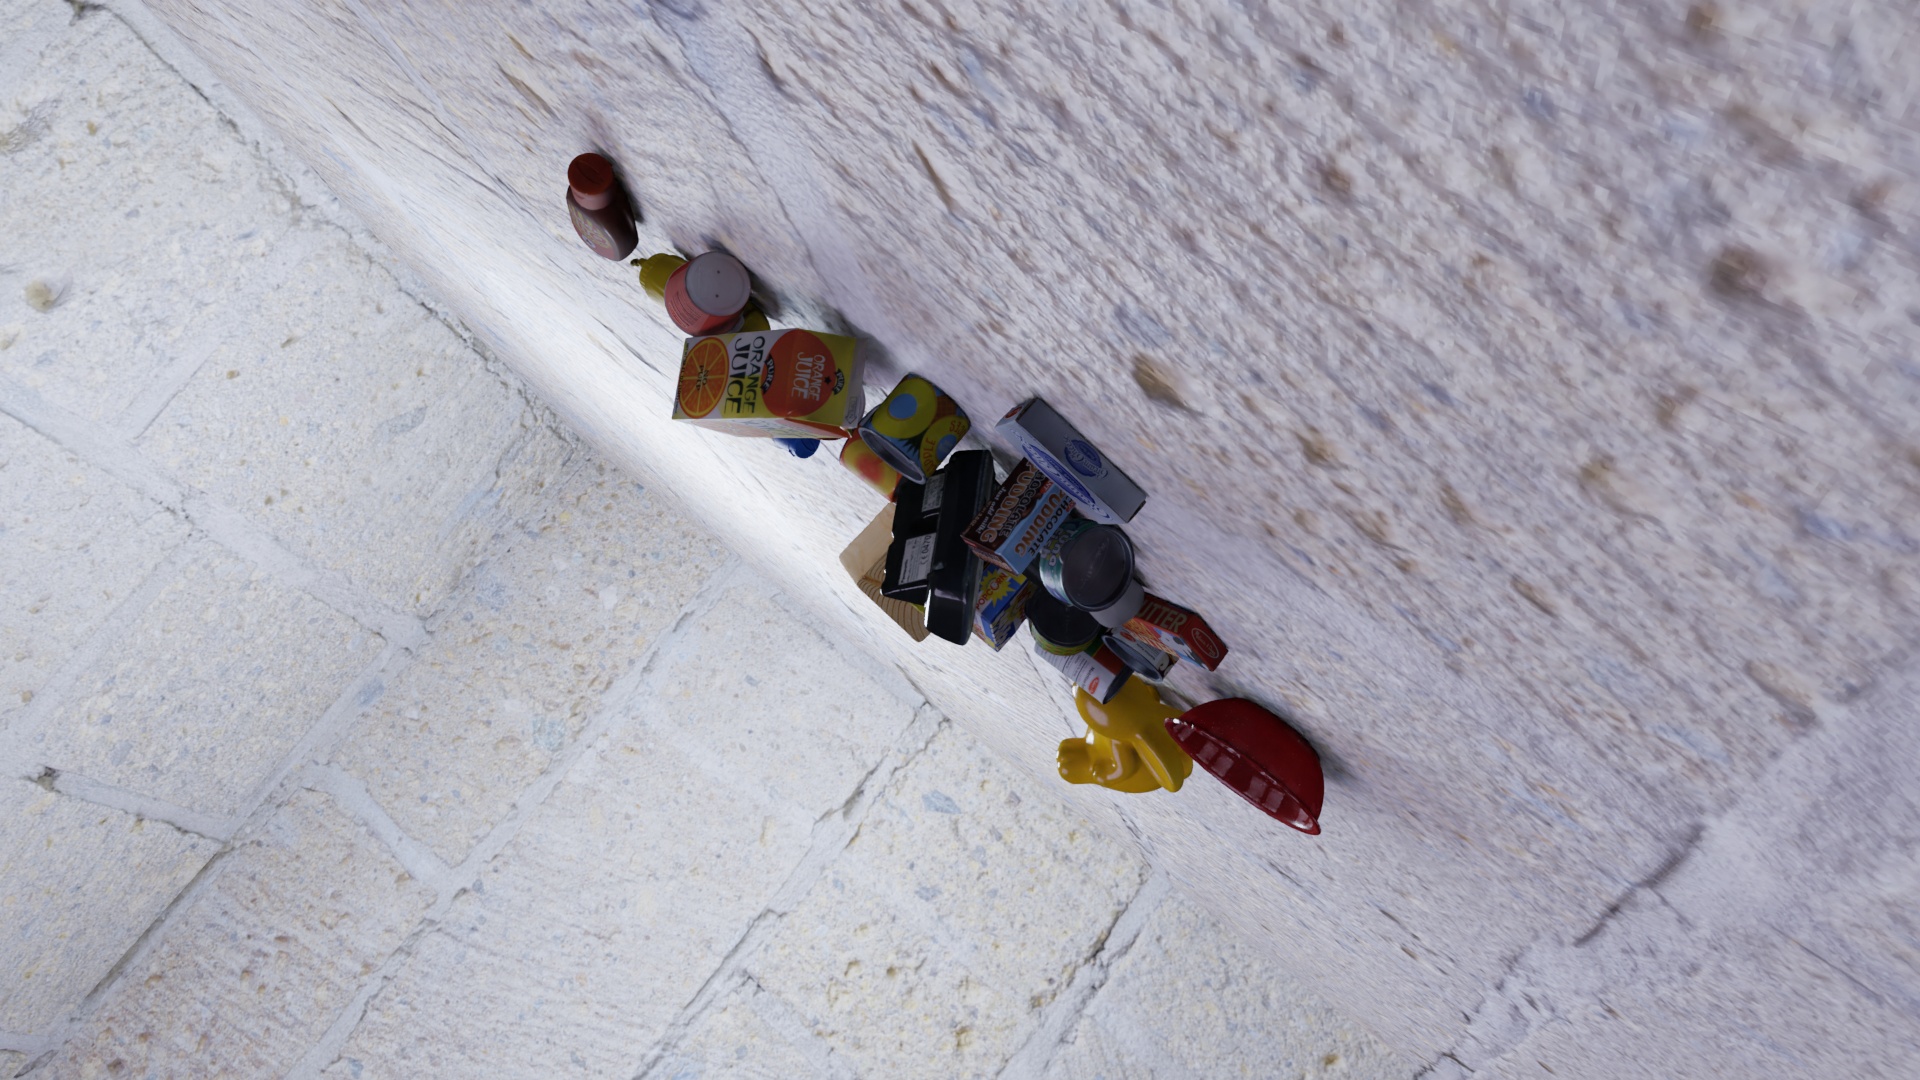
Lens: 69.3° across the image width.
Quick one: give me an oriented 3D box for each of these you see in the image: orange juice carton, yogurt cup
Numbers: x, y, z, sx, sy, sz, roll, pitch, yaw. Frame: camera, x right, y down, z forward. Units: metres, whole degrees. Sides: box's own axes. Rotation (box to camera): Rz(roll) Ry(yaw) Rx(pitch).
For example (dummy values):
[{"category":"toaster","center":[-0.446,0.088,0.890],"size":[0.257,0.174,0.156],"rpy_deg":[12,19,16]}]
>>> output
[{"category":"orange juice carton","center":[-0.142,-0.124,1.109],"size":[0.192,0.072,0.073],"rpy_deg":[4,173,44]},{"category":"yogurt cup","center":[-0.205,-0.204,1.142],"size":[0.072,0.072,0.054],"rpy_deg":[42,161,-13]}]

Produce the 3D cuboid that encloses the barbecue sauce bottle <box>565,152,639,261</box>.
[{"category":"barbecue sauce bottle","center":[-0.312,-0.290,1.197],"size":[0.065,0.044,0.148],"rpy_deg":[41,169,-3]}]

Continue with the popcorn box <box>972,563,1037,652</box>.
[{"category":"popcorn box","center":[0.044,0.048,1.280],"size":[0.038,0.085,0.126],"rpy_deg":[38,170,14]}]

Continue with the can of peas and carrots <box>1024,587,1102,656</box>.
[{"category":"can of peas and carrots","center":[0.092,0.067,1.243],"size":[0.071,0.071,0.058],"rpy_deg":[37,169,9]}]

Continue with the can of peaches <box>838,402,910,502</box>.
[{"category":"can of peaches","center":[-0.061,-0.073,1.181],"size":[0.058,0.071,0.071],"rpy_deg":[36,169,10]}]

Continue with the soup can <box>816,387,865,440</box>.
[{"category":"soup can","center":[-0.130,-0.122,1.206],"size":[0.071,0.071,0.084],"rpy_deg":[44,167,-25]}]

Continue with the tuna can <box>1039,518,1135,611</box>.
[{"category":"tuna can","center":[0.092,0.017,1.035],"size":[0.071,0.071,0.033],"rpy_deg":[45,168,-29]}]

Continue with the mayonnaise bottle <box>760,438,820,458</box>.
[{"category":"mayonnaise bottle","center":[-0.213,-0.132,1.526],"size":[0.148,0.041,0.064],"rpy_deg":[30,167,37]}]

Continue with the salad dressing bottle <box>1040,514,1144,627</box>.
[{"category":"salad dressing bottle","center":[0.087,0.008,1.086],"size":[0.147,0.044,0.064],"rpy_deg":[47,169,-29]}]

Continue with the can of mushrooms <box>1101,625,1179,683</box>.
[{"category":"can of mushrooms","center":[0.159,0.092,1.215],"size":[0.071,0.033,0.071],"rpy_deg":[37,169,9]}]

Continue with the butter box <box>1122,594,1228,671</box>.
[{"category":"butter box","center":[0.165,0.070,1.128],"size":[0.053,0.024,0.103],"rpy_deg":[45,168,-33]}]

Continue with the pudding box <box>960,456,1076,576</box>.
[{"category":"pudding box","center":[0.046,-0.019,0.999],"size":[0.050,0.084,0.030],"rpy_deg":[27,163,49]}]

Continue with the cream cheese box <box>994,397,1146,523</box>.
[{"category":"cream cheese box","center":[0.073,-0.052,0.933],"size":[0.104,0.024,0.053],"rpy_deg":[41,170,-10]}]

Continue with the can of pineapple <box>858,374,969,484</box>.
[{"category":"can of pineapple","center":[-0.034,-0.085,1.067],"size":[0.071,0.058,0.071],"rpy_deg":[37,169,9]}]

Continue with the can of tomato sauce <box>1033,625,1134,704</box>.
[{"category":"can of tomato sauce","center":[0.122,0.102,1.300],"size":[0.083,0.071,0.071],"rpy_deg":[36,169,17]}]

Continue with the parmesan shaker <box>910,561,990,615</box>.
[{"category":"parmesan shaker","center":[-0.007,0.020,1.288],"size":[0.071,0.103,0.071],"rpy_deg":[37,169,9]}]

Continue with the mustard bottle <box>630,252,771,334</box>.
[{"category":"mustard bottle","center":[-0.239,-0.218,1.234],"size":[0.160,0.049,0.065],"rpy_deg":[35,169,24]}]
